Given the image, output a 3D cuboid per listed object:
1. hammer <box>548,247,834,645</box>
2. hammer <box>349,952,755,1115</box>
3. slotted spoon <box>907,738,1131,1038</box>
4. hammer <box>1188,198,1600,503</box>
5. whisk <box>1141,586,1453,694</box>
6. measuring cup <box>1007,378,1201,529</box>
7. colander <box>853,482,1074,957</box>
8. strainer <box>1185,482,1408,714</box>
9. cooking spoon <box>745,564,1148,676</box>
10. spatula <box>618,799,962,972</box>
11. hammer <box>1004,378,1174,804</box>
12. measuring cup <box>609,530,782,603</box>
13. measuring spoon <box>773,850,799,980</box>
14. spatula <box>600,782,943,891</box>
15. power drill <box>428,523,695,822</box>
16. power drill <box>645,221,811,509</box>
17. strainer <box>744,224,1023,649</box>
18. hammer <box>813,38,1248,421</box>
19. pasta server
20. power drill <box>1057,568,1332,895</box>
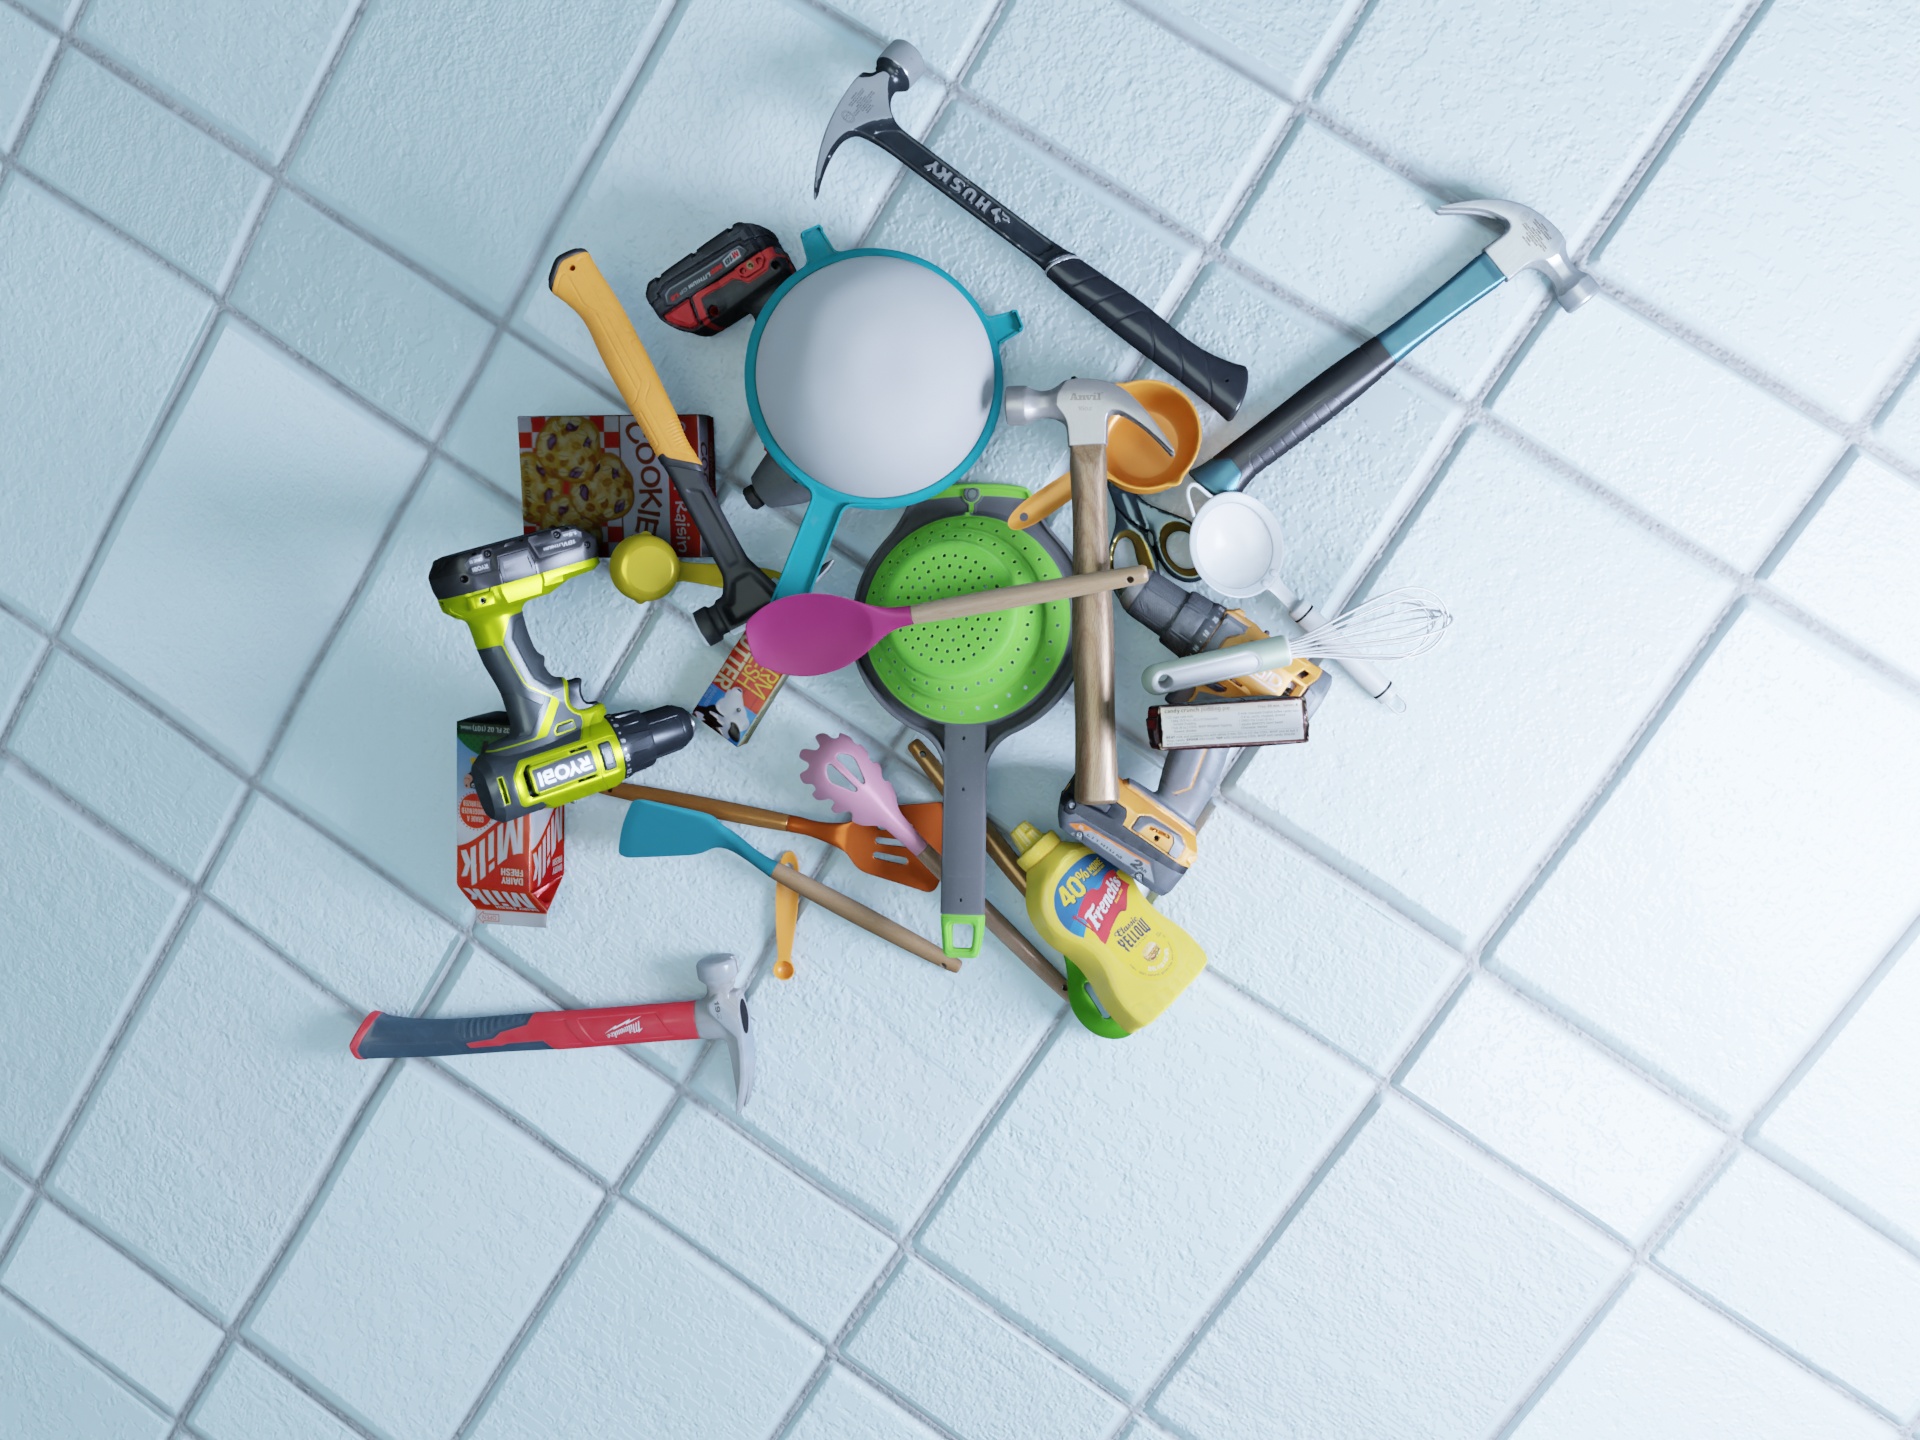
[{"bbox_3d":[-0.234,-0.236,1.305,0.127,0.034,0.337,-29,93,0],"label":"hammer"},{"bbox_3d":[-0.378,0.300,1.464,0.386,0.038,0.143,-6,97,12],"label":"hammer"},{"bbox_3d":[0.055,0.141,1.363,0.070,0.031,0.314,-38,85,-10],"label":"slotted spoon"},{"bbox_3d":[0.326,-0.283,1.258,0.331,0.033,0.128,-37,89,13],"label":"hammer"},{"bbox_3d":[0.261,-0.056,1.235,0.246,0.059,0.057,-13,112,0],"label":"whisk"},{"bbox_3d":[0.113,-0.203,1.283,0.173,0.052,0.095,-33,87,7],"label":"measuring cup"},{"bbox_3d":[-0.002,-0.004,1.292,0.204,0.094,0.397,0,87,11],"label":"colander"},{"bbox_3d":[0.267,-0.093,1.284,0.258,0.050,0.087,43,73,-4],"label":"strainer"},{"bbox_3d":[-0.012,-0.086,1.237,0.319,0.017,0.068,-9,112,9],"label":"cooking spoon"},{"bbox_3d":[-0.145,0.151,1.389,0.317,0.044,0.082,27,133,2],"label":"spatula"},{"bbox_3d":[0.105,-0.100,1.245,0.130,0.031,0.331,-2,92,9],"label":"hammer"},{"bbox_3d":[-0.217,-0.124,1.348,0.156,0.029,0.062,4,95,-20],"label":"measuring cup"},{"bbox_3d":[-0.155,0.174,1.420,0.021,0.011,0.117,3,94,6],"label":"measuring spoon"},{"bbox_3d":[-0.171,0.086,1.407,0.322,0.041,0.081,10,97,14],"label":"spatula"},{"bbox_3d":[-0.338,-0.046,1.350,0.190,0.080,0.228,-21,104,-28],"label":"power drill"},{"bbox_3d":[-0.162,-0.290,1.335,0.143,0.078,0.219,-30,93,13],"label":"power drill"},{"bbox_3d":[-0.086,-0.216,1.249,0.211,0.095,0.340,21,87,-9],"label":"strainer"},{"bbox_3d":[0.063,-0.375,1.281,0.409,0.036,0.149,37,76,1],"label":"hammer"},{"bbox_3d":[-0.015,0.129,1.362,0.316,0.040,0.060,45,80,-7],"label":"pasta server"},{"bbox_3d":[0.165,0.004,1.297,0.185,0.084,0.226,35,98,1],"label":"power drill"}]
